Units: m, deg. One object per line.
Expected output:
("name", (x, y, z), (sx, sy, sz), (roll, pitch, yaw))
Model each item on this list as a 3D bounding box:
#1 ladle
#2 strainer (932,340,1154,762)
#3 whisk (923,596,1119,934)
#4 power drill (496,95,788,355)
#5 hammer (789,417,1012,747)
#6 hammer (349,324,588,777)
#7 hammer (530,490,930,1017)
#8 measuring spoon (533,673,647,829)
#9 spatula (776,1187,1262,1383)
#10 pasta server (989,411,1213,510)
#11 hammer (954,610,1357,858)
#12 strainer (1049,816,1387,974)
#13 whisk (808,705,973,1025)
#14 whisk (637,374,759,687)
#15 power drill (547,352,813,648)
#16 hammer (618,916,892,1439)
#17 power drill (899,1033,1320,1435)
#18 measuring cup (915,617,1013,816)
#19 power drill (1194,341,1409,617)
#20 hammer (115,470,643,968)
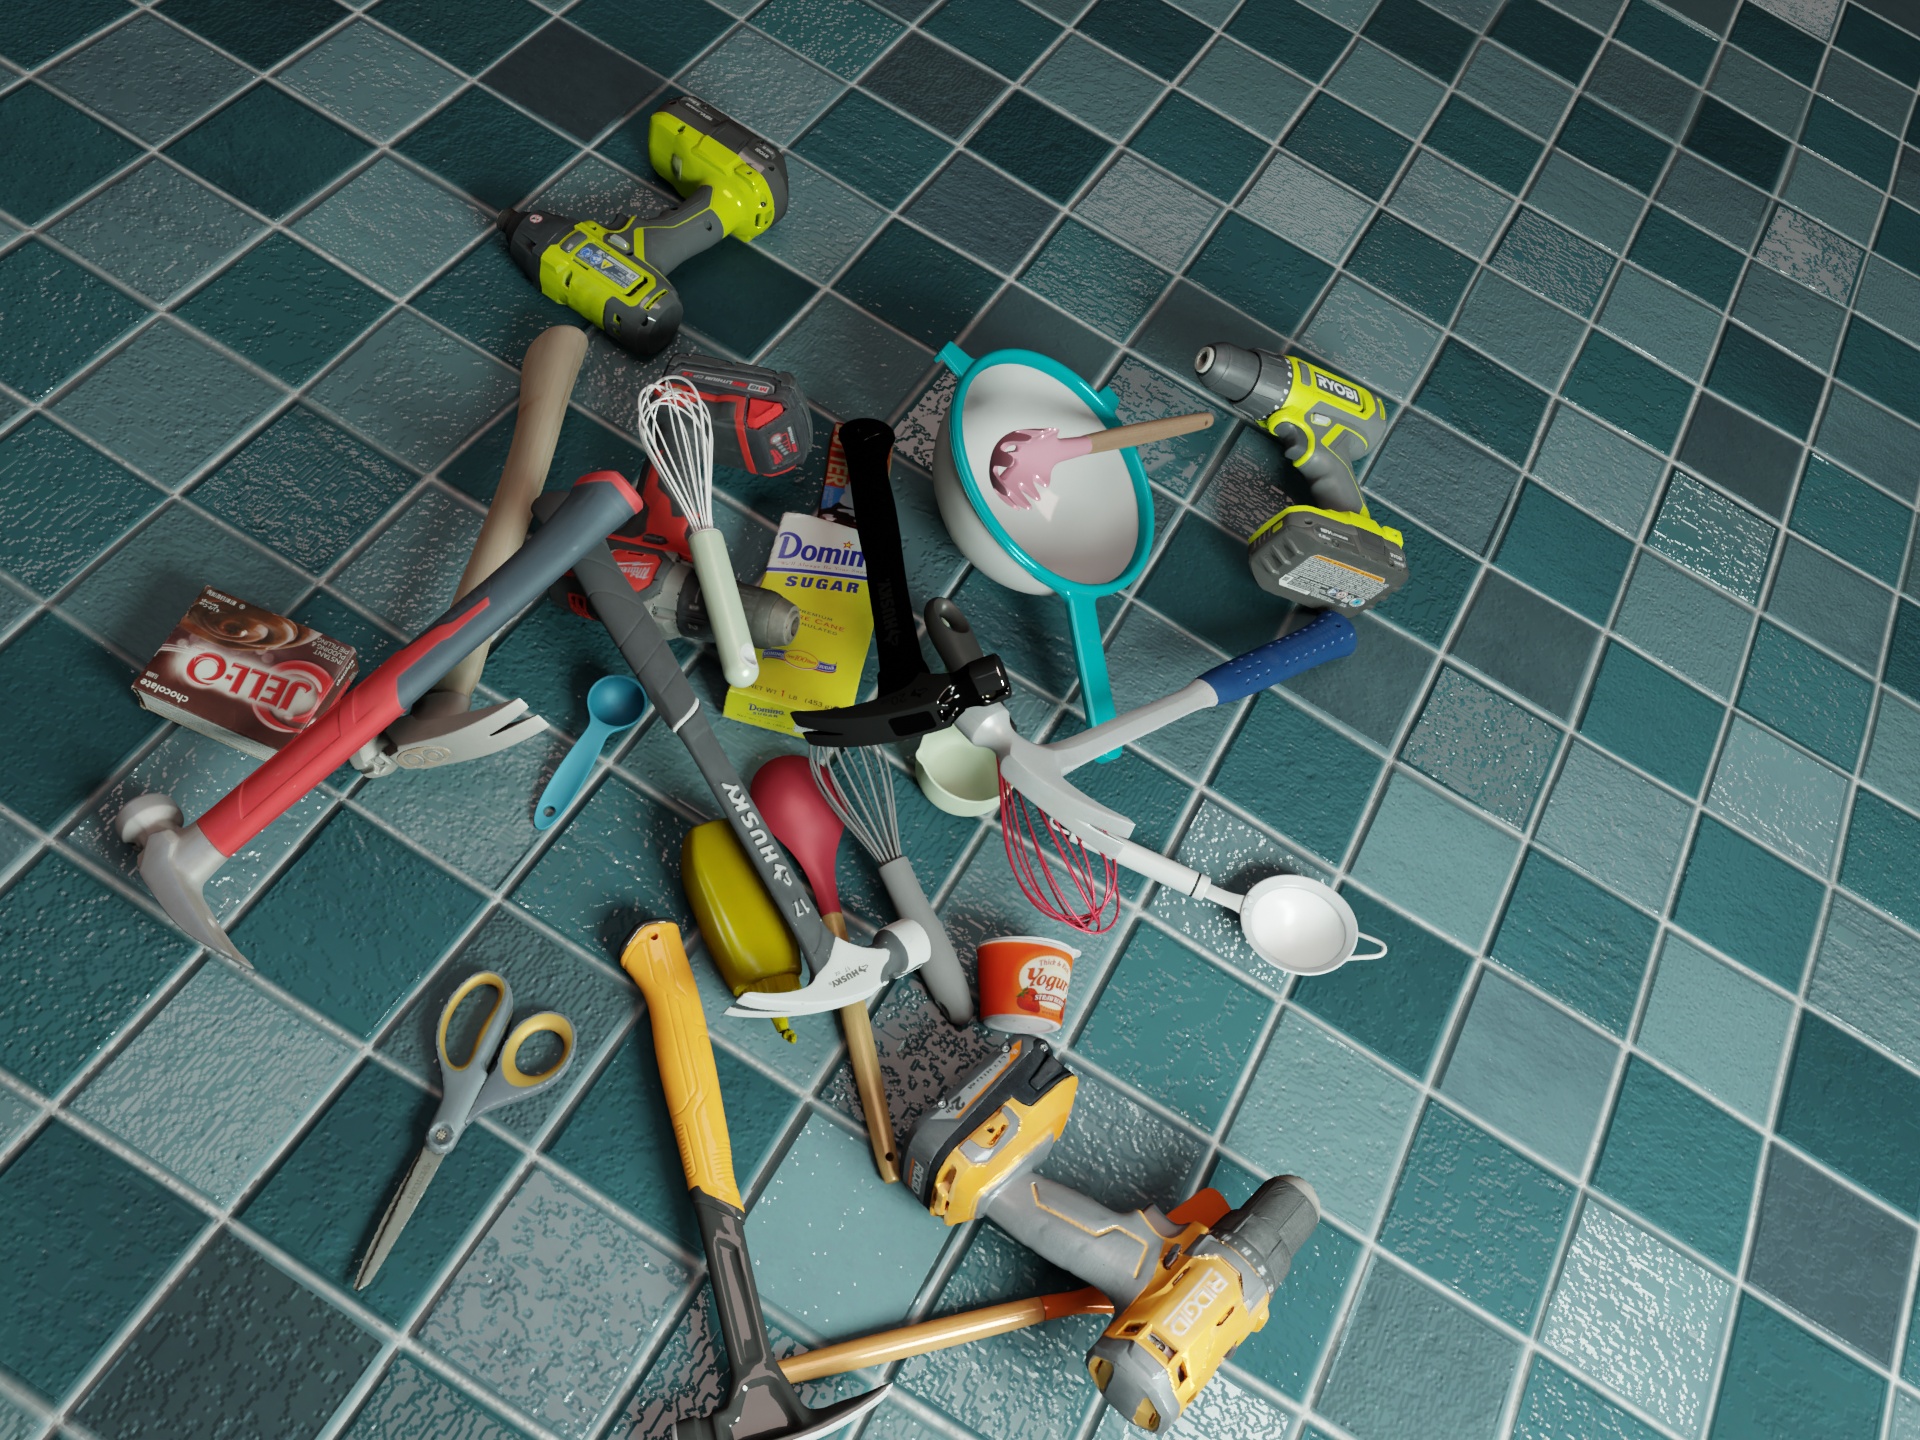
("ladle", (-0.084, 0.158, 1.084), (0.069, 0.031, 0.316), (-6, 64, -22))
("strainer", (0.060, -0.121, 1.249), (0.211, 0.095, 0.341), (4, 69, -41))
("whisk", (0.037, 0.025, 1.134), (0.073, 0.073, 0.296), (-13, 59, -22))
("power drill", (-0.266, -0.427, 1.351), (0.171, 0.080, 0.223), (35, 61, 6))
("hammer", (-0.061, -0.113, 1.162), (0.146, 0.035, 0.335), (-19, 46, 8))
("hammer", (-0.323, -0.144, 1.156), (0.146, 0.038, 0.411), (-12, 51, 23))
("hammer", (-0.179, 0.015, 1.063), (0.149, 0.036, 0.409), (-21, 73, -43))
("measuring spoon", (-0.264, 0.025, 1.122), (0.042, 0.021, 0.129), (27, 66, 1))
("spatula", (0.028, 0.364, 0.983), (0.322, 0.041, 0.081), (-7, 45, -17))
("pasta server", (0.120, -0.218, 1.254), (0.040, 0.060, 0.316), (26, 30, 32))
("hammer", (0.179, -0.013, 1.184), (0.405, 0.035, 0.144), (-22, 58, -43))
("strainer", (0.183, 0.126, 1.168), (0.258, 0.050, 0.087), (24, 51, 7))
("whisk", (-0.045, 0.099, 1.102), (0.055, 0.055, 0.239), (-20, 79, -25))
("whisk", (-0.182, -0.135, 1.114), (0.057, 0.059, 0.246), (13, 55, -57))
("power drill", (-0.181, -0.155, 1.185), (0.188, 0.080, 0.227), (14, 62, 13))
("hammer", (-0.147, 0.273, 0.981), (0.127, 0.034, 0.337), (-13, 61, -13))
("power drill", (0.097, 0.297, 0.990), (0.226, 0.084, 0.185), (37, 53, 25))
("measuring cup", (-0.002, -0.004, 1.196), (0.083, 0.038, 0.168), (1, 58, -15))
("power drill", (0.290, -0.215, 1.355), (0.190, 0.080, 0.229), (15, 56, -28))
("hammer", (-0.348, -0.017, 1.012), (0.386, 0.038, 0.143), (-43, 60, -11))
